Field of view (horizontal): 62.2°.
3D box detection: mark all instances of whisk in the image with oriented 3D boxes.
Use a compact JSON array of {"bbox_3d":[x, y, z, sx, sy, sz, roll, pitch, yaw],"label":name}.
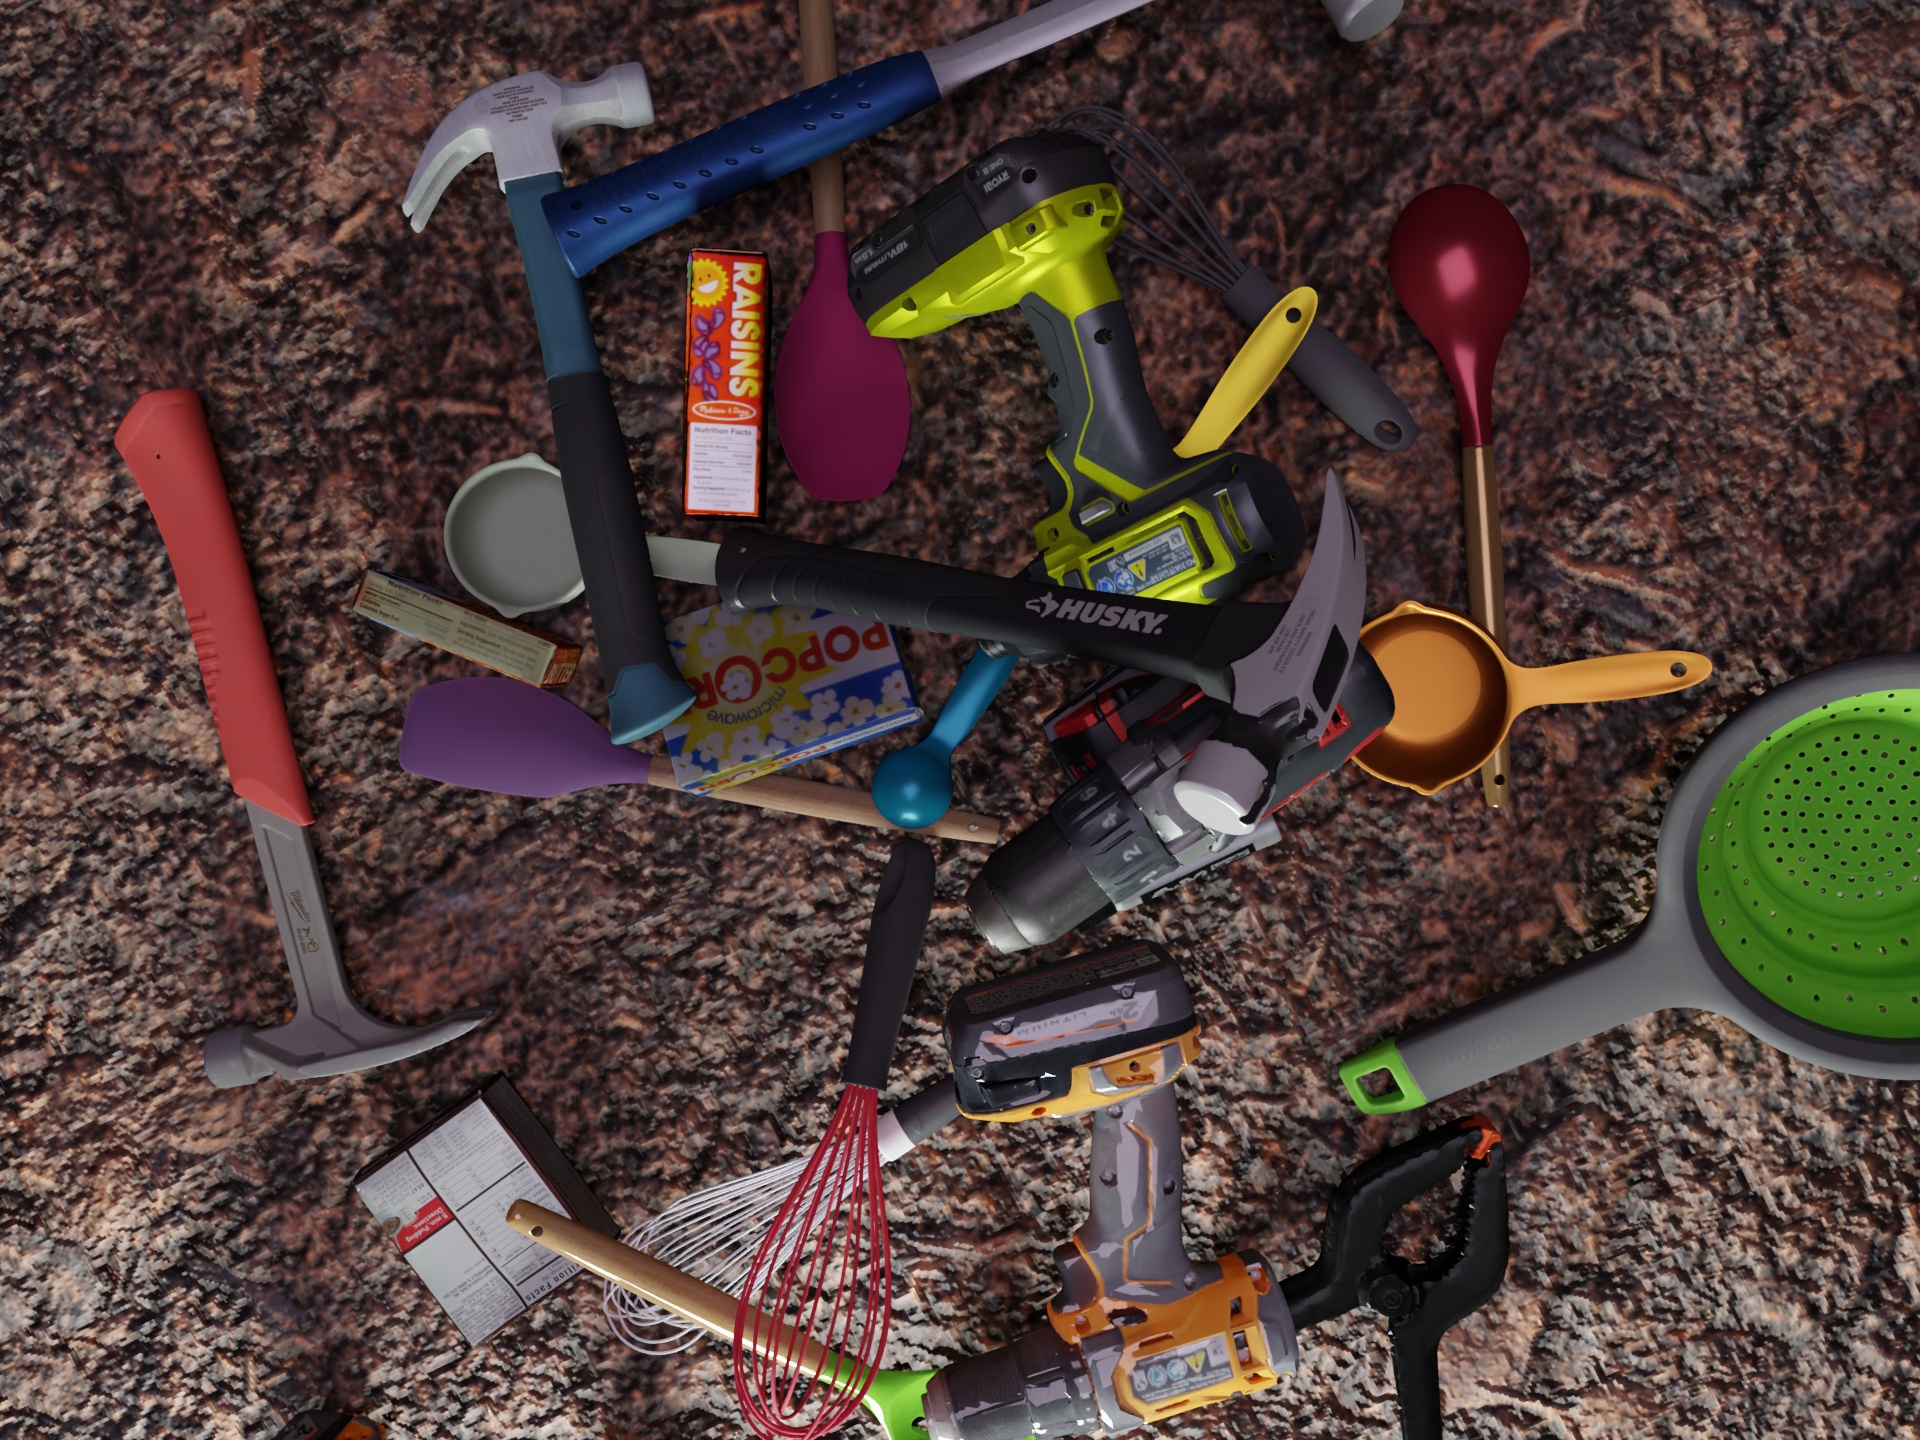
[{"bbox_3d":[0.135,-0.214,0.787,0.239,0.055,0.055,41,95,-6],"label":"whisk"},{"bbox_3d":[-0.062,0.233,0.823,0.284,0.070,0.070,-33,93,-1],"label":"whisk"},{"bbox_3d":[-0.051,0.199,0.777,0.073,0.073,0.296,12,70,1],"label":"whisk"}]

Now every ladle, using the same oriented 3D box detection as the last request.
[{"bbox_3d":[0.260,-0.112,0.801,0.069,0.031,0.315,-5,96,4],"label":"ladle"}]

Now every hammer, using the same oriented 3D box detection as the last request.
[{"bbox_3d":[-0.355,0.007,0.821,0.149,0.037,0.359,-12,94,2],"label":"hammer"},{"bbox_3d":[0.013,-0.053,0.678,0.146,0.335,0.035,-58,136,-20],"label":"hammer"},{"bbox_3d":[-0.006,-0.314,0.752,0.405,0.035,0.144,-24,75,-1],"label":"hammer"},{"bbox_3d":[-0.183,-0.154,0.775,0.128,0.033,0.331,-12,86,-7],"label":"hammer"}]

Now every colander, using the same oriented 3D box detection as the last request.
[{"bbox_3d":[0.374,0.096,0.792,0.397,0.094,0.204,-29,94,22],"label":"colander"}]

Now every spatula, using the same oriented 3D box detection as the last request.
[{"bbox_3d":[-0.135,0.028,0.826,0.316,0.018,0.060,11,87,1],"label":"spatula"}]

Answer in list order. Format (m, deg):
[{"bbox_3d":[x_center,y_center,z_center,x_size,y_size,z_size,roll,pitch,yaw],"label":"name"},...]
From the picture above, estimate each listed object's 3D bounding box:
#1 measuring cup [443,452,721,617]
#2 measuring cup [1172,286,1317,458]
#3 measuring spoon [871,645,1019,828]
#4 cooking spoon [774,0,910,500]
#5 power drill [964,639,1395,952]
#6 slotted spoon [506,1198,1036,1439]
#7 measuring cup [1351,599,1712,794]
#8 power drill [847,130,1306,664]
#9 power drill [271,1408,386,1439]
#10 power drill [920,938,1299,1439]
[{"bbox_3d":[-0.174,-0.086,0.810,0.167,0.038,0.083,8,91,-3],"label":"measuring cup"},{"bbox_3d":[0.126,-0.146,0.788,0.062,0.029,0.156,37,103,4],"label":"measuring cup"},{"bbox_3d":[-0.001,-0.003,0.809,0.042,0.021,0.128,32,85,2],"label":"measuring spoon"},{"bbox_3d":[-0.067,-0.271,0.800,0.068,0.017,0.319,-4,95,-8],"label":"cooking spoon"},{"bbox_3d":[0.086,0.023,0.714,0.188,0.227,0.080,-36,93,4],"label":"power drill"},{"bbox_3d":[-0.089,0.310,0.797,0.313,0.031,0.070,35,94,-22],"label":"slotted spoon"},{"bbox_3d":[0.268,-0.019,0.774,0.173,0.052,0.095,-6,97,18],"label":"measuring cup"},{"bbox_3d":[0.042,-0.143,0.755,0.171,0.080,0.223,-24,91,35],"label":"power drill"},{"bbox_3d":[-0.256,0.432,0.790,0.226,0.164,0.084,13,95,3],"label":"power drill"},{"bbox_3d":[0.052,0.239,0.775,0.185,0.084,0.226,-15,96,-5],"label":"power drill"}]
